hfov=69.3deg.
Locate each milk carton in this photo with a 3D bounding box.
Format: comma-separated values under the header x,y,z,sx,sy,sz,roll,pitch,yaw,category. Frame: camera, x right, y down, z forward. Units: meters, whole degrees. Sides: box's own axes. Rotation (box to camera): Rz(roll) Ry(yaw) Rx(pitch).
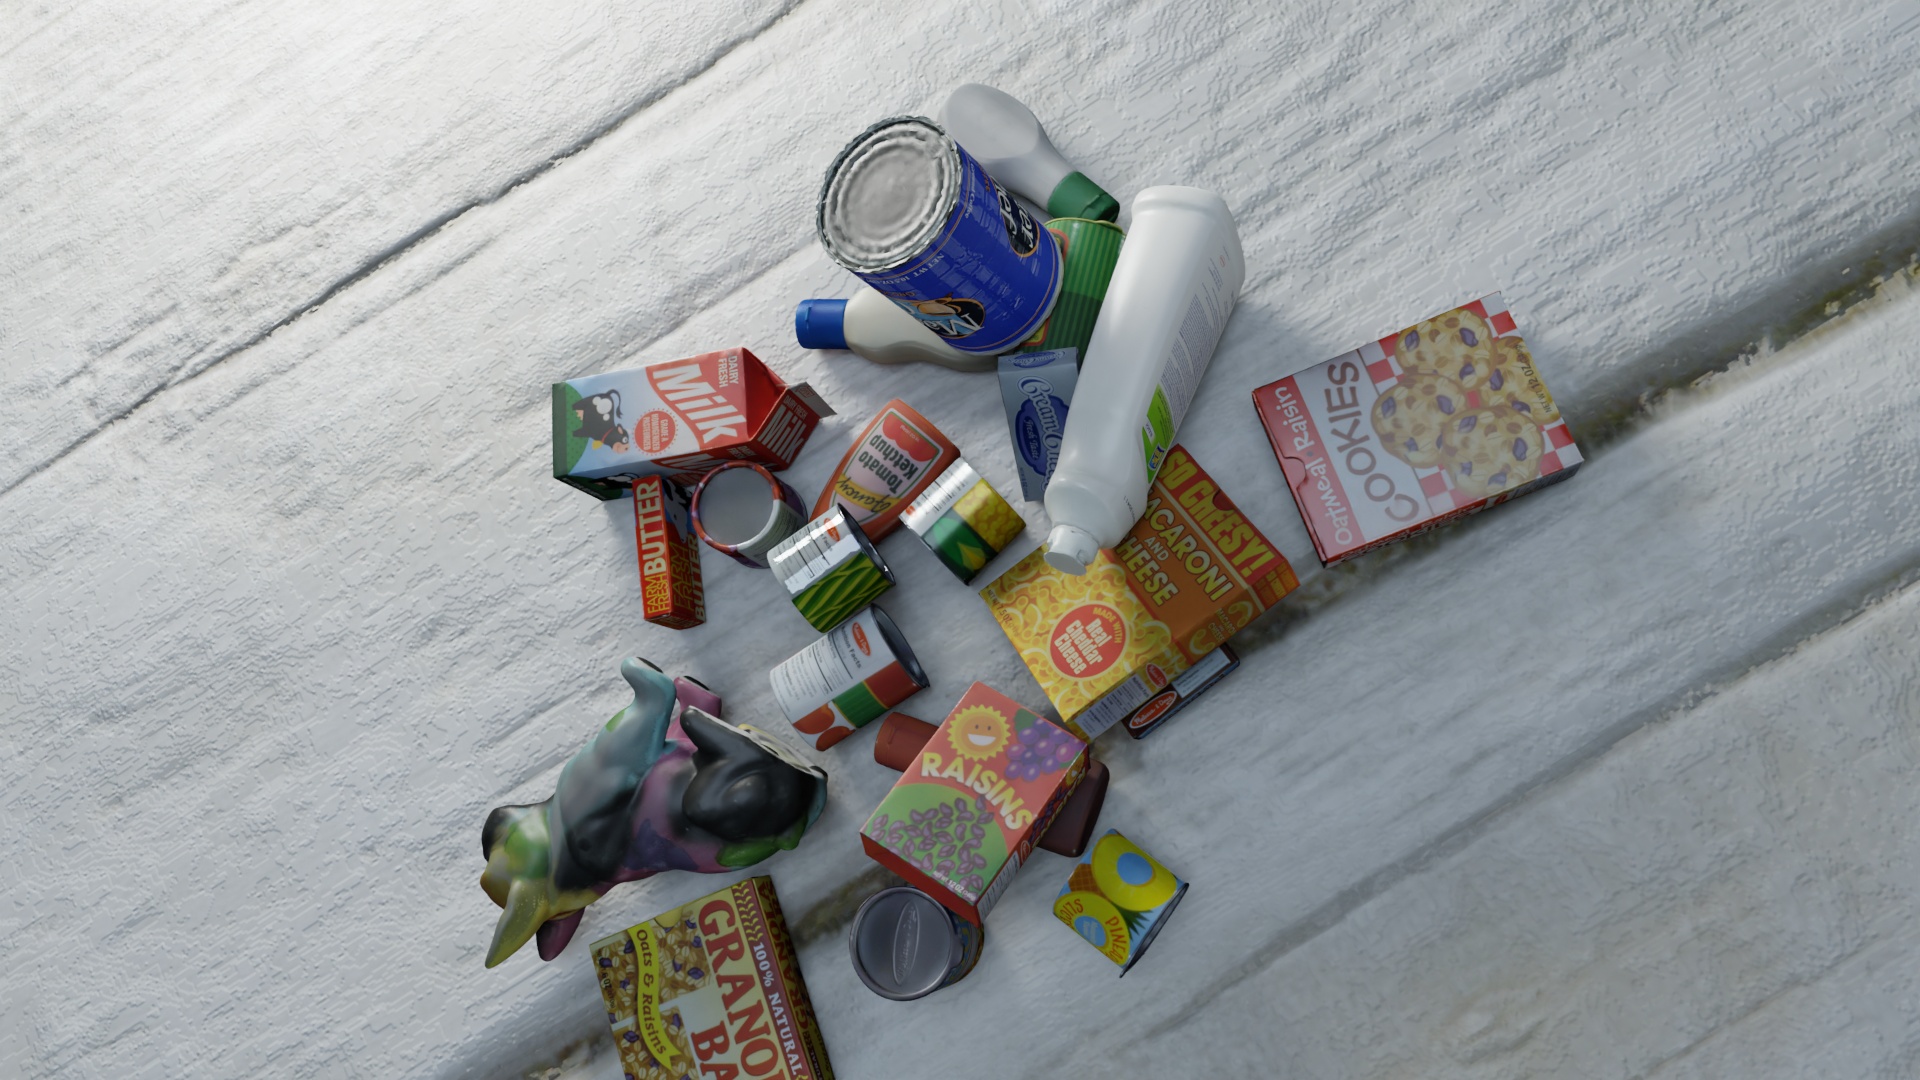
x,y,z,sx,sy,sz,roll,pitch,yaw,category
-0.188,-0.084,0.989,0.190,0.072,0.073,-9,75,12,milk carton

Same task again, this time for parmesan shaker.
x,y,z,sx,sy,sz,roll,pitch,yaw,category
0.077,-0.158,0.942,0.071,0.071,0.103,11,80,16,parmesan shaker

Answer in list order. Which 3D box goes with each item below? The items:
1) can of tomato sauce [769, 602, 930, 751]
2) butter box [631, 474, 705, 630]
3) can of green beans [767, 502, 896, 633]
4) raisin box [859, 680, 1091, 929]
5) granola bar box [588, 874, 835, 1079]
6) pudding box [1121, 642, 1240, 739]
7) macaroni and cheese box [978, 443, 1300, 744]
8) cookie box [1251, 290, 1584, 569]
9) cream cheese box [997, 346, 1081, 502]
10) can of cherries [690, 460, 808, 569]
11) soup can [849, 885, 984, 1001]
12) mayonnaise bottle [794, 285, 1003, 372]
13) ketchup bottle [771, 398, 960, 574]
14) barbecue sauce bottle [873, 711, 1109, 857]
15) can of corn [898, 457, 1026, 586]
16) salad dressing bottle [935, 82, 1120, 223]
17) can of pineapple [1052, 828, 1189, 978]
x,y,z,sx,sy,sz,roll,pitch,yaw,category
-0.074,0.092,0.924,0.083,0.071,0.071,-33,72,5,can of tomato sauce
-0.206,0.009,0.982,0.024,0.053,0.103,-12,74,13,butter box
-0.084,0.018,0.907,0.058,0.071,0.071,-35,72,2,can of green beans
0.011,0.157,0.839,0.086,0.040,0.124,27,61,24,raisin box
-0.159,0.319,0.903,0.124,0.039,0.166,-24,73,7,granola bar box
0.132,0.084,0.892,0.083,0.030,0.050,-38,72,3,pudding box
0.110,0.031,0.883,0.166,0.040,0.124,-37,49,3,macaroni and cheese box
0.286,-0.069,0.885,0.167,0.040,0.123,-22,73,8,cookie box
0.059,-0.076,0.917,0.053,0.103,0.024,-7,35,11,cream cheese box
-0.149,-0.019,0.971,0.071,0.058,0.071,-3,77,13,can of cherries
-0.023,0.248,0.863,0.071,0.083,0.071,-3,77,13,soup can
-0.042,-0.153,0.987,0.148,0.041,0.065,3,76,16,mayonnaise bottle
-0.069,-0.024,0.961,0.065,0.043,0.149,40,90,13,ketchup bottle
0.017,0.151,0.898,0.148,0.043,0.065,17,73,18,barbecue sauce bottle
0.003,-0.012,0.930,0.058,0.071,0.071,-44,71,0,can of corn
0.048,-0.268,0.990,0.064,0.044,0.148,-43,72,-13,salad dressing bottle
0.096,0.220,0.848,0.058,0.071,0.071,35,87,20,can of pineapple
